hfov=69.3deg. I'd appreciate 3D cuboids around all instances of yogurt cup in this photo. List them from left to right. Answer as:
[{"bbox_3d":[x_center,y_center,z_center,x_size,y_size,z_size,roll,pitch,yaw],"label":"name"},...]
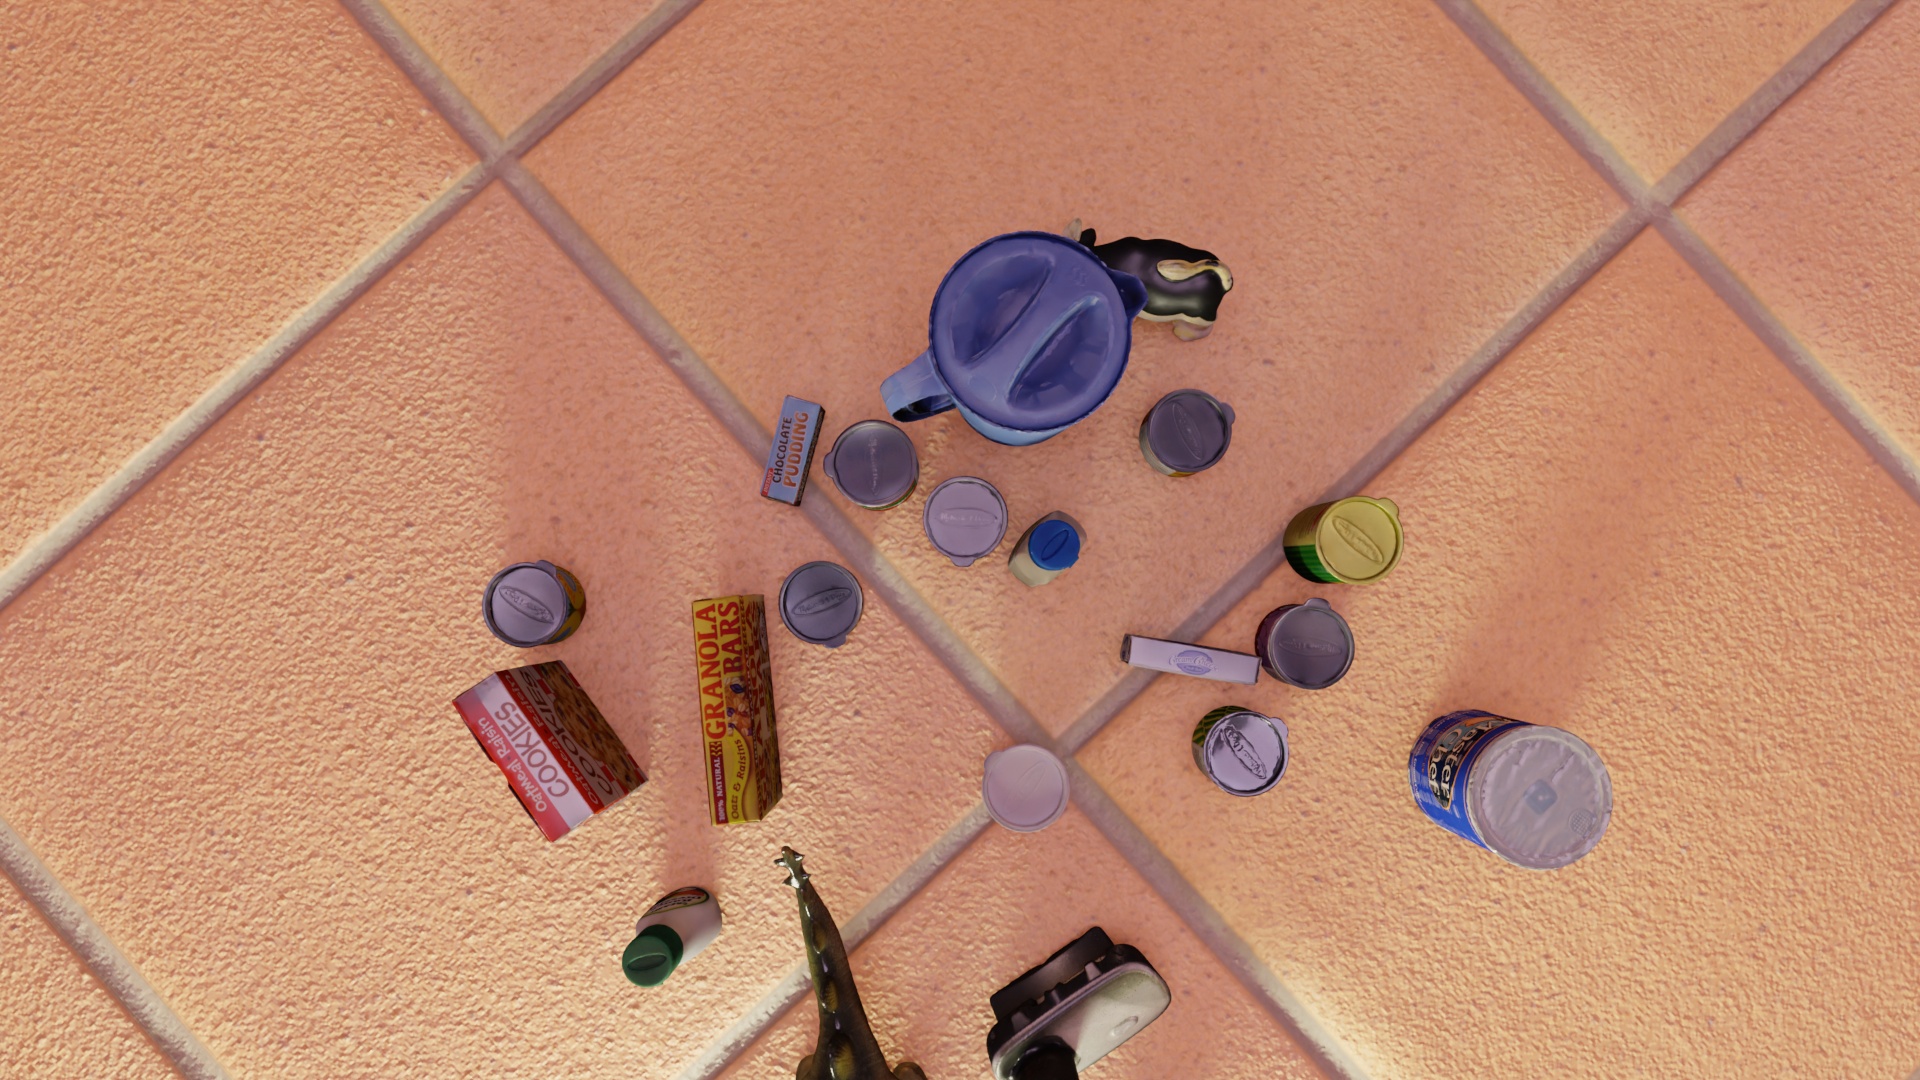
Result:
[{"bbox_3d":[0.050,0.191,1.093,0.072,0.054,0.072,0,88,0],"label":"yogurt cup"}]

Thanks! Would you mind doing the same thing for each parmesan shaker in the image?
[{"bbox_3d":[0.297,0.000,1.077,0.071,0.103,0.071,0,88,0],"label":"parmesan shaker"}]

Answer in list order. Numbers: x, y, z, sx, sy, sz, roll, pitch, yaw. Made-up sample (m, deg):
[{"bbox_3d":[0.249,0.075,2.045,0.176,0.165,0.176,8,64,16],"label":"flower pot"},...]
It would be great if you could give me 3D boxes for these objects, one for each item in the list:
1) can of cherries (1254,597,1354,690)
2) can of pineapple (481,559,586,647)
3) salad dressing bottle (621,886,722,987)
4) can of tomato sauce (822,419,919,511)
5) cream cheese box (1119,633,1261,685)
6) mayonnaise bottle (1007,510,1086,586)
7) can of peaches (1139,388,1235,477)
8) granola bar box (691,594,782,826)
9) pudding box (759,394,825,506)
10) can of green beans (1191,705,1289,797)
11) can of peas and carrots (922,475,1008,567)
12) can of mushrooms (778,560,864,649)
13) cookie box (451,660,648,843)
[{"bbox_3d":[0.271,0.080,1.096,0.071,0.058,0.071,0,88,0],"label":"can of cherries"},{"bbox_3d":[-0.334,0.050,1.096,0.071,0.058,0.071,0,88,0],"label":"can of pineapple"},{"bbox_3d":[-0.218,0.297,1.040,0.064,0.147,0.044,-13,88,0],"label":"salad dressing bottle"},{"bbox_3d":[-0.068,-0.056,1.089,0.071,0.083,0.071,0,88,0],"label":"can of tomato sauce"},{"bbox_3d":[0.180,0.094,1.098,0.104,0.053,0.024,9,88,0],"label":"cream cheese box"},{"bbox_3d":[0.067,0.005,1.054,0.041,0.148,0.065,41,89,1],"label":"mayonnaise bottle"},{"bbox_3d":[0.180,-0.085,1.103,0.071,0.058,0.071,0,88,0],"label":"can of peaches"},{"bbox_3d":[-0.170,0.125,1.060,0.039,0.124,0.165,-6,88,0],"label":"granola bar box"},{"bbox_3d":[-0.134,-0.071,1.106,0.030,0.049,0.083,15,88,1],"label":"pudding box"},{"bbox_3d":[0.219,0.164,1.092,0.071,0.058,0.071,0,88,0],"label":"can of green beans"},{"bbox_3d":[0.004,-0.014,1.099,0.071,0.058,0.071,0,88,0],"label":"can of peas and carrots"},{"bbox_3d":[-0.110,0.052,1.109,0.071,0.033,0.071,0,87,0],"label":"can of mushrooms"},{"bbox_3d":[-0.302,0.153,1.037,0.040,0.167,0.123,-36,88,-1],"label":"cookie box"}]
